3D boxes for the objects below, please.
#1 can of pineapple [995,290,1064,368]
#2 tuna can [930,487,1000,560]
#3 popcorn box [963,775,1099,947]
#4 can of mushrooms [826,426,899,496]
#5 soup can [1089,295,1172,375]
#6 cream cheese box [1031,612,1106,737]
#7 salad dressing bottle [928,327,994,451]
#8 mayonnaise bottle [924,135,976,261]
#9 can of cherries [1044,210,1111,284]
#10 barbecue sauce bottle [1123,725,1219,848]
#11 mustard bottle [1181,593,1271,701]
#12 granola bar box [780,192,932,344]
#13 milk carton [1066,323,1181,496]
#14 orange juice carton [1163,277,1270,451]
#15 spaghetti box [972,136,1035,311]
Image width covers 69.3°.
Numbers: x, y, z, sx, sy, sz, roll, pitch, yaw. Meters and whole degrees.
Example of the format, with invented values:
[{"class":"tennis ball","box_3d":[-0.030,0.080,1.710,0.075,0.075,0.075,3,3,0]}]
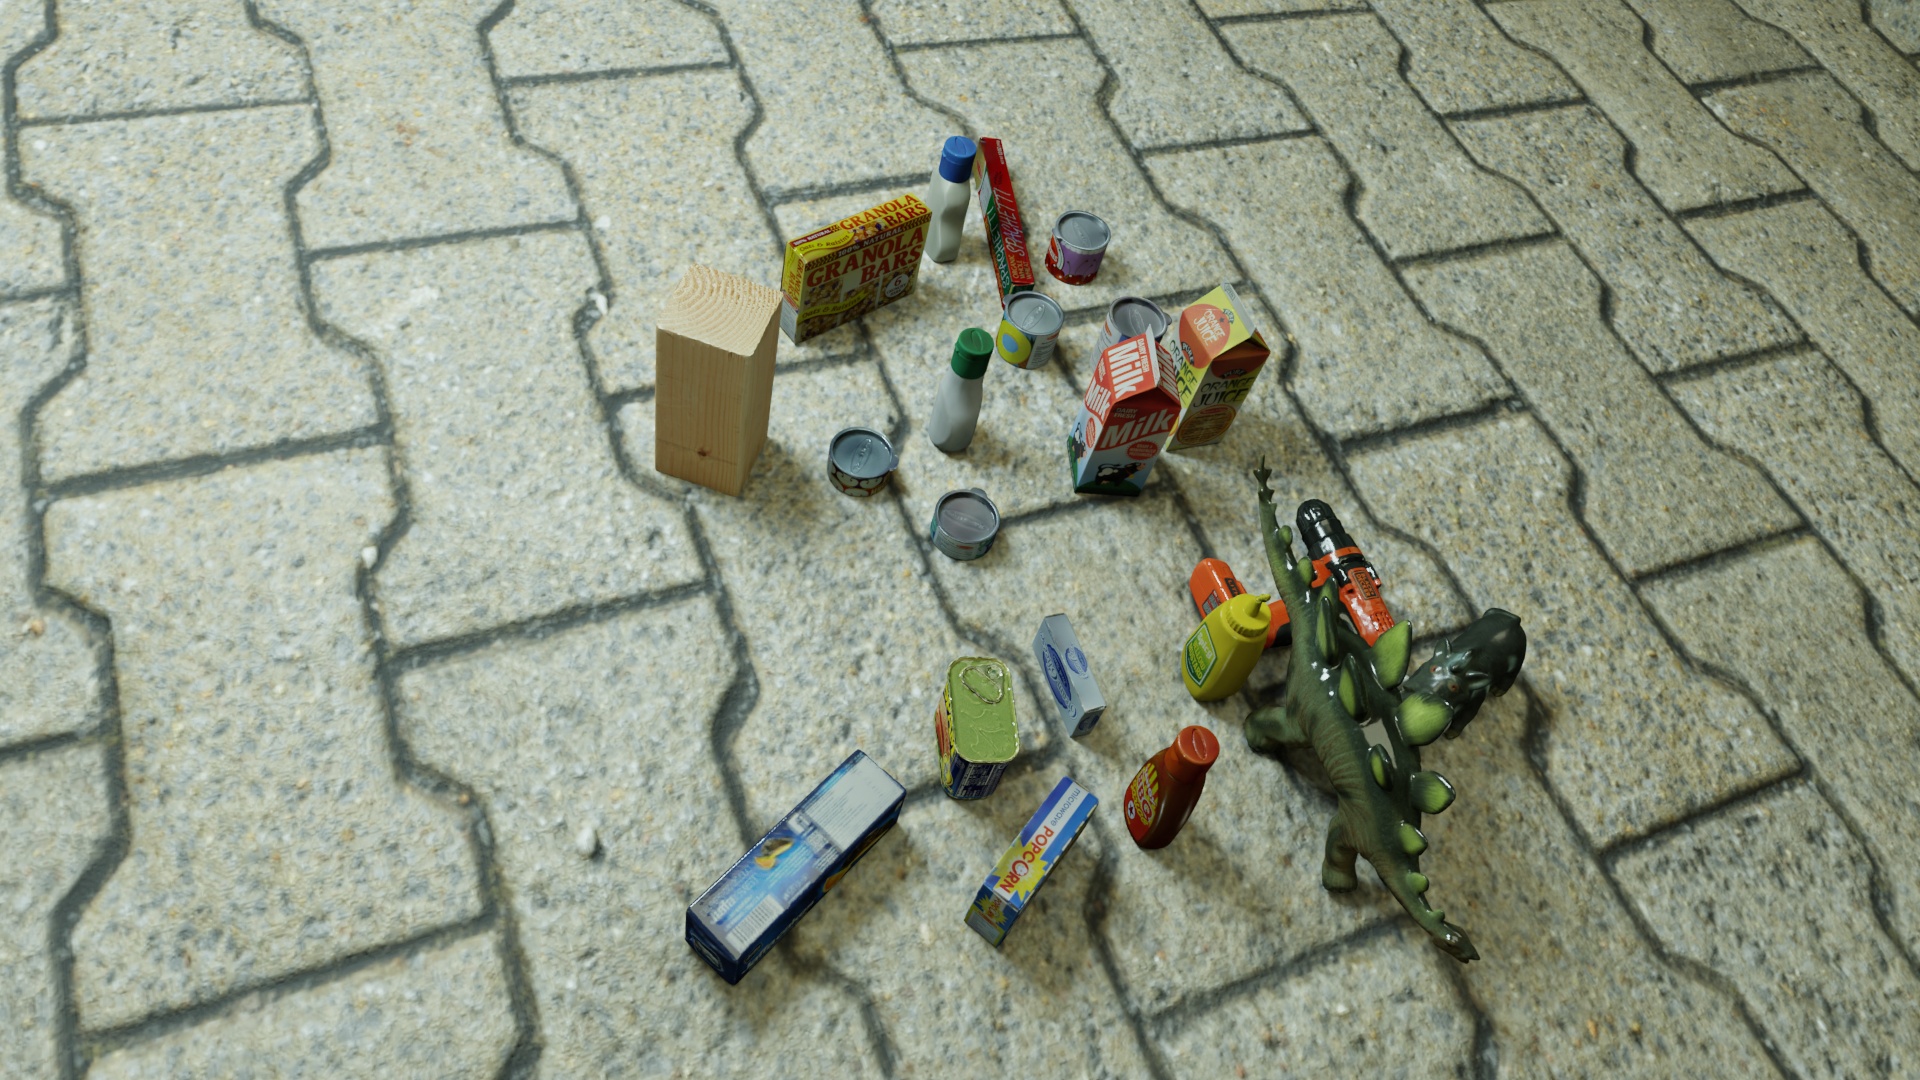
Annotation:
[{"class":"can of pineapple","box_3d":[0.075,-0.233,1.532,0.071,0.057,0.071,6,54,-9]},{"class":"tuna can","box_3d":[0.005,-0.017,1.376,0.071,0.032,0.071,6,54,-9]},{"class":"popcorn box","box_3d":[0.059,0.265,1.153,0.038,0.084,0.127,35,55,12]},{"class":"can of mushrooms","box_3d":[-0.098,-0.078,1.395,0.071,0.033,0.071,6,54,-9]},{"class":"soup can","box_3d":[0.187,-0.217,1.530,0.071,0.083,0.072,6,54,-9]},{"class":"cream cheese box","box_3d":[0.099,0.124,1.283,0.024,0.053,0.104,-10,58,-20]},{"class":"salad dressing bottle","box_3d":[0.001,-0.151,1.400,0.044,0.146,0.064,-3,56,-15]},{"class":"mayonnaise bottle","box_3d":[-0.013,-0.386,1.565,0.041,0.147,0.065,-9,58,-19]},{"class":"can of cherries","box_3d":[0.134,-0.342,1.624,0.071,0.058,0.072,6,54,-9]},{"class":"barbecue sauce bottle","box_3d":[0.180,0.207,1.184,0.044,0.147,0.065,0,55,-13]},{"class":"mustard bottle","box_3d":[0.249,0.090,1.277,0.049,0.159,0.065,-4,56,-16]},{"class":"granola bar box","box_3d":[-0.115,-0.292,1.488,0.166,0.123,0.039,-29,66,-29]},{"class":"milk carton","box_3d":[0.168,-0.128,1.396,0.073,0.189,0.073,3,55,-11]},{"class":"orange juice carton","box_3d":[0.261,-0.183,1.456,0.073,0.191,0.072,-10,58,-20]},{"class":"spaghetti box","box_3d":[0.049,-0.372,1.630,0.029,0.050,0.251,-1,55,-14]}]
